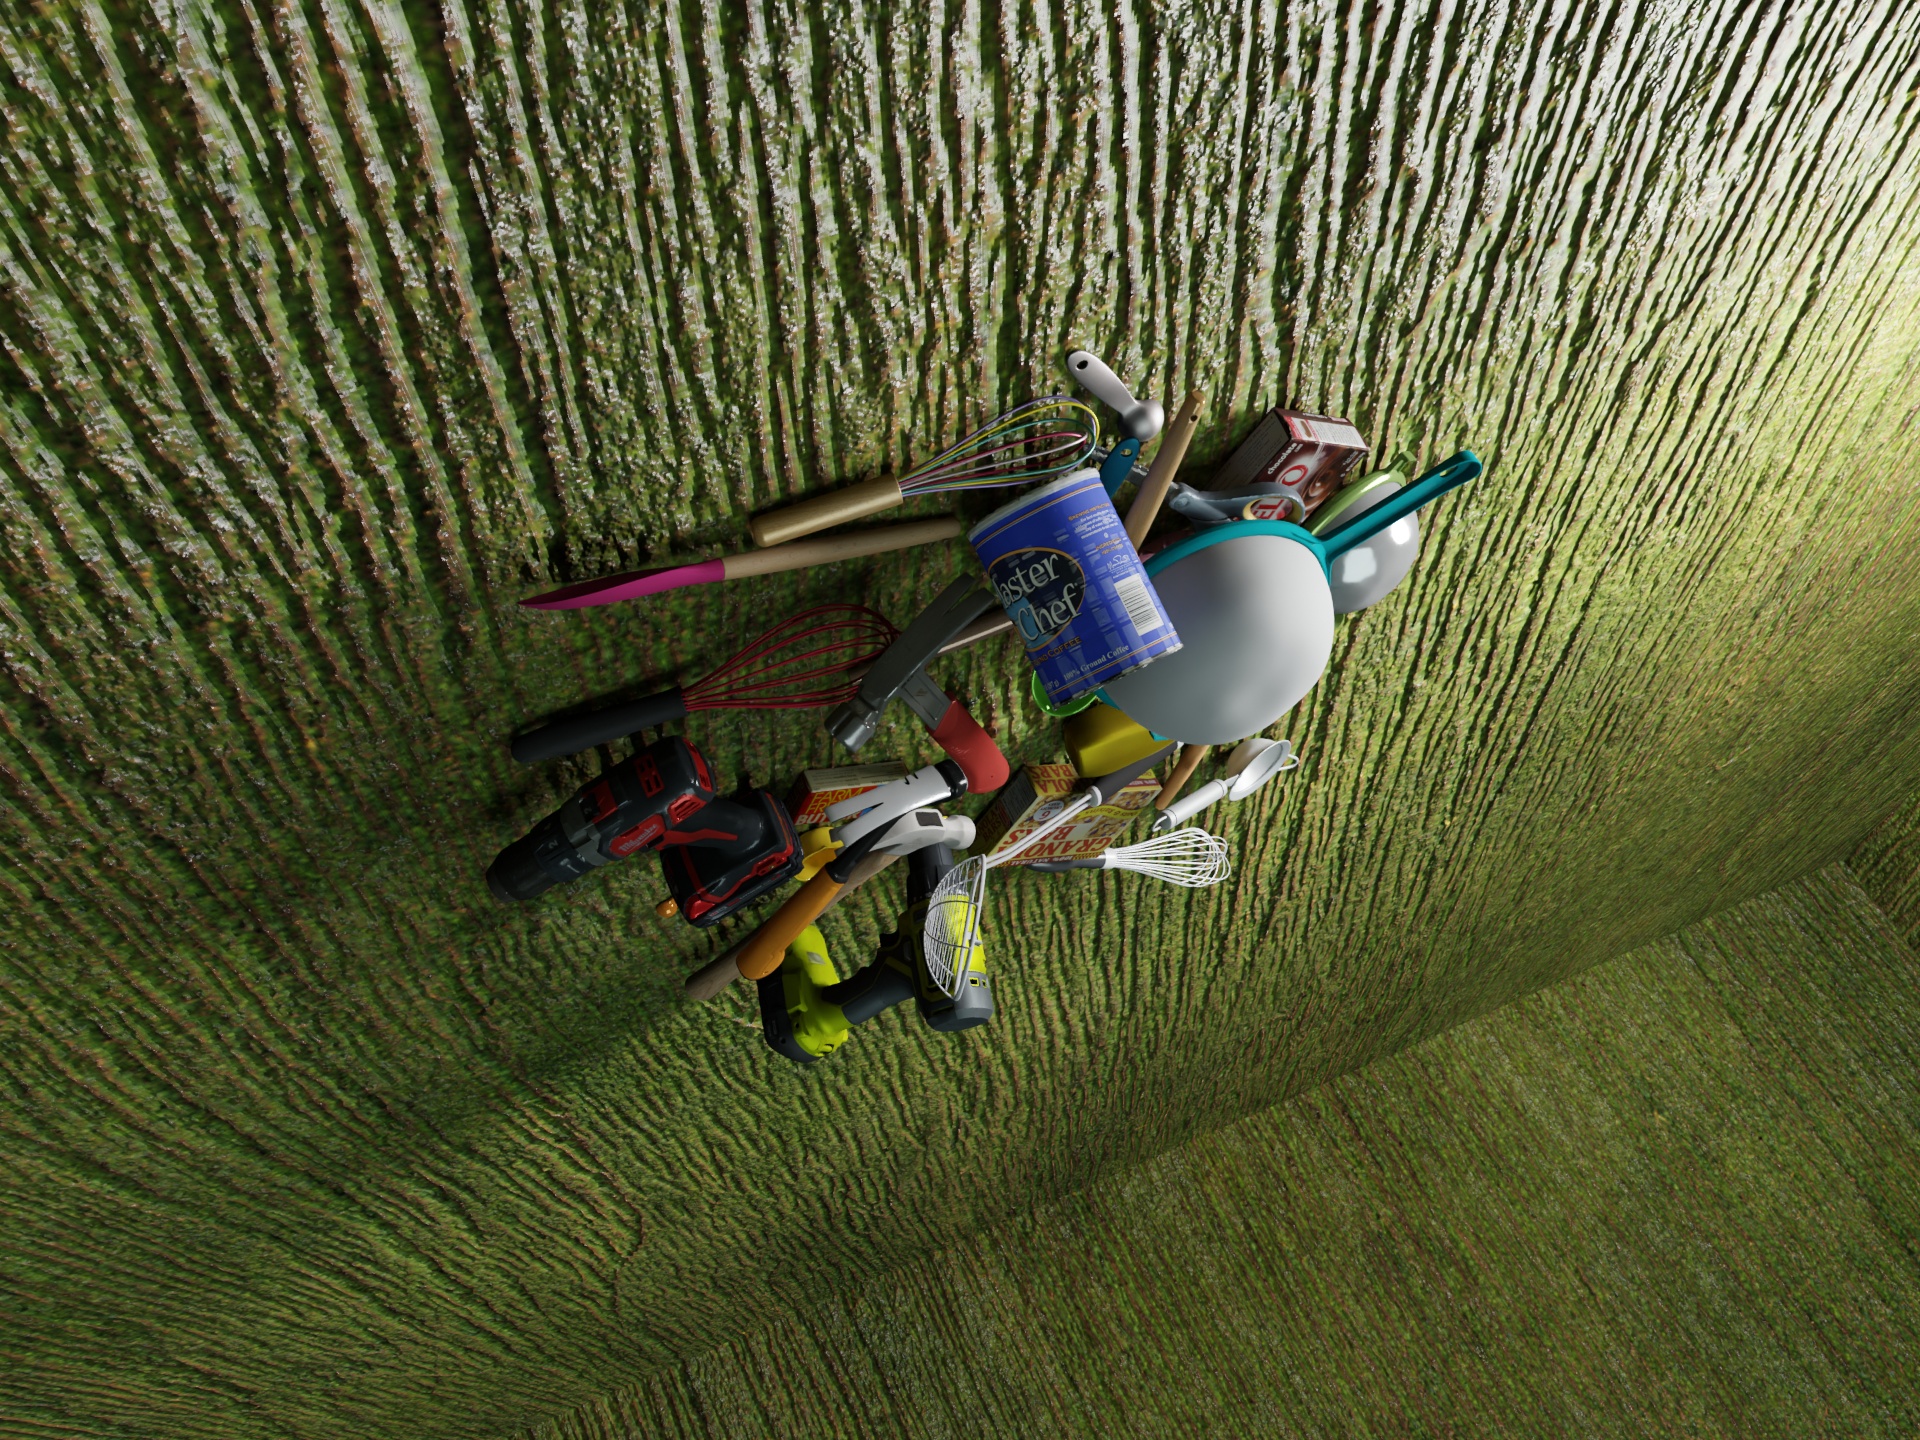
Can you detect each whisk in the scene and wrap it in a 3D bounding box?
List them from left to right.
[{"bbox_3d":[-0.181,-0.021,1.147,0.296,0.073,0.073,-17,151,-3],"label":"whisk"},{"bbox_3d":[-0.020,-0.158,1.062,0.245,0.051,0.047,-19,156,-7],"label":"whisk"},{"bbox_3d":[0.182,0.150,1.722,0.284,0.070,0.070,3,141,-34],"label":"whisk"}]

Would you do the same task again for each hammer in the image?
[{"bbox_3d":[-0.142,0.173,1.464,0.331,0.031,0.130,-37,151,28],"label":"hammer"},{"bbox_3d":[-0.118,0.140,1.321,0.127,0.034,0.336,-21,162,-40],"label":"hammer"},{"bbox_3d":[-0.002,-0.004,1.272,0.149,0.037,0.358,-46,162,-1],"label":"hammer"}]

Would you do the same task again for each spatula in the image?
[{"bbox_3d":[0.253,0.010,1.555,0.041,0.081,0.322,11,147,-7],"label":"spatula"}]

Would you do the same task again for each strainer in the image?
[{"bbox_3d":[0.262,0.064,1.602,0.258,0.050,0.086,-24,150,-48],"label":"strainer"},{"bbox_3d":[0.260,-0.081,1.214,0.340,0.095,0.210,-32,143,14],"label":"strainer"},{"bbox_3d":[0.340,-0.116,1.372,0.151,0.069,0.256,-39,158,-4],"label":"strainer"}]

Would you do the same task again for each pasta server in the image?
[{"bbox_3d":[0.062,-0.084,1.255,0.316,0.040,0.060,-21,142,-6],"label":"pasta server"}]

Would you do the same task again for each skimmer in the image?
[{"bbox_3d":[0.100,0.118,1.453,0.363,0.090,0.127,-33,153,-31],"label":"skimmer"}]

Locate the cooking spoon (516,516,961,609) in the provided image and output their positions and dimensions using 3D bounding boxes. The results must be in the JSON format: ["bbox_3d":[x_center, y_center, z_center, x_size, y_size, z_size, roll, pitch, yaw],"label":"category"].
[{"bbox_3d":[-0.136,-0.104,1.057,0.319,0.017,0.069,-15,-167,-29],"label":"cooking spoon"}]

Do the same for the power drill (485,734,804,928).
[{"bbox_3d":[-0.243,0.100,1.249,0.188,0.080,0.226,-31,156,9],"label":"power drill"}]

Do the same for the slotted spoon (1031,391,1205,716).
[{"bbox_3d":[0.120,-0.118,1.195,0.070,0.031,0.313,-2,139,-23],"label":"slotted spoon"}]

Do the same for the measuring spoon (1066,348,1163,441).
[{"bbox_3d":[0.106,-0.220,1.085,0.034,0.018,0.124,-36,149,19],"label":"measuring spoon"}]

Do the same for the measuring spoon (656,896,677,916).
[{"bbox_3d":[-0.230,0.144,1.423,0.117,0.011,0.021,-39,149,22],"label":"measuring spoon"}]

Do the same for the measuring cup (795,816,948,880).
[{"bbox_3d":[-0.085,0.106,1.464,0.156,0.029,0.062,-17,151,-20],"label":"measuring cup"}]

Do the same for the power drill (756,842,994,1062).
[{"bbox_3d":[-0.083,0.219,1.520,0.228,0.191,0.080,-23,155,25],"label":"power drill"}]

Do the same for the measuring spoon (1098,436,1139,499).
[{"bbox_3d":[0.103,-0.159,1.154,0.042,0.021,0.128,9,149,-12],"label":"measuring spoon"}]
